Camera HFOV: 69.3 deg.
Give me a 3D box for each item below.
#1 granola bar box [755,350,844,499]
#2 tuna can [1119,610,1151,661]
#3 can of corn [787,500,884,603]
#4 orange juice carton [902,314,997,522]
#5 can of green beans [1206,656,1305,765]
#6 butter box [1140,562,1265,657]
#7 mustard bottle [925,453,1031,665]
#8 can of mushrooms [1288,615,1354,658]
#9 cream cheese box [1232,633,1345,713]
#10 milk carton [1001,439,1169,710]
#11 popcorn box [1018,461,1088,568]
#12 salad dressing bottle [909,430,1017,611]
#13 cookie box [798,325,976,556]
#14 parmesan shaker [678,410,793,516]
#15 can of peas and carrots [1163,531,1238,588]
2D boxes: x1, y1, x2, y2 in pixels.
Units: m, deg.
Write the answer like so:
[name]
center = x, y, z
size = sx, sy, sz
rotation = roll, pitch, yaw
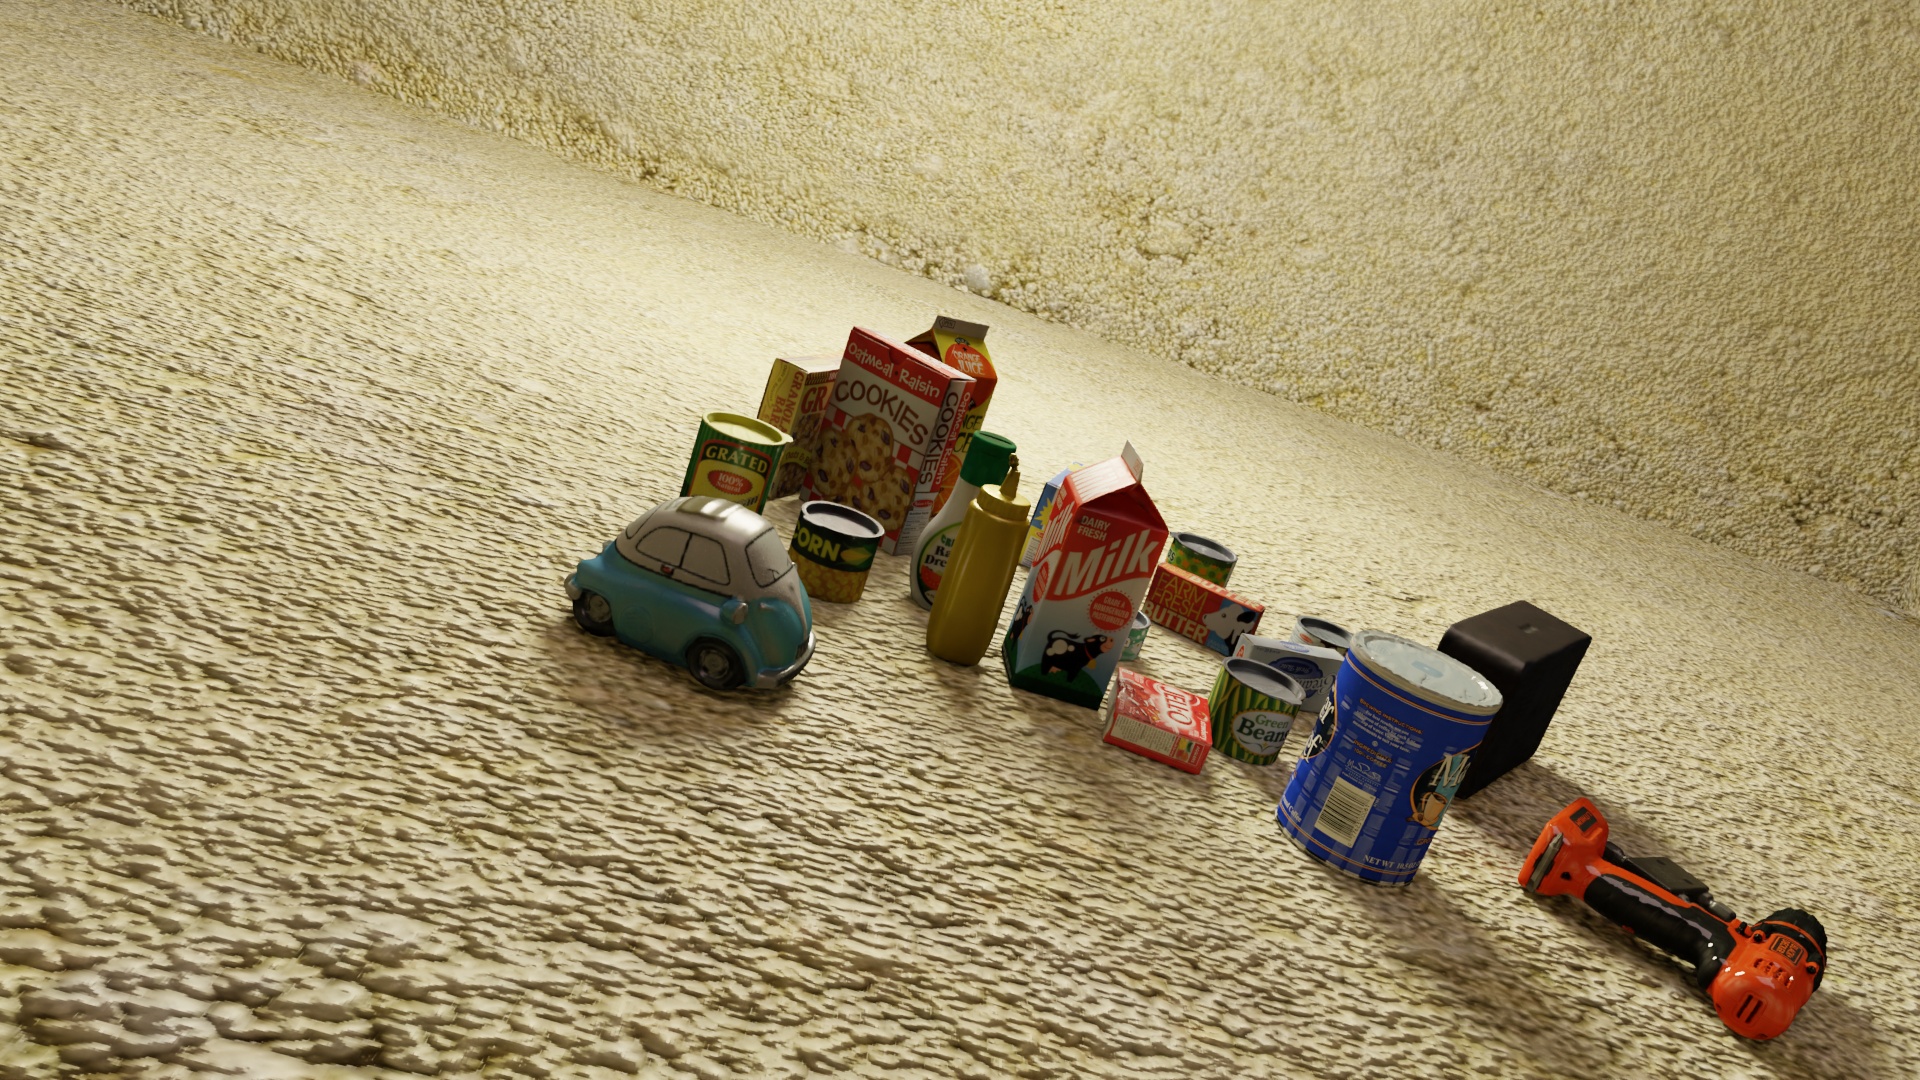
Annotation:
[granola bar box]
center = -0.135, -0.112, 1.296
size = 0.039, 0.123, 0.166
rotation = 25, 18, 16
[tuna can]
center = 0.124, 0.073, 1.164
size = 0.071, 0.032, 0.071
rotation = 18, 17, -5
[can of corn]
center = -0.101, 0.009, 1.076
size = 0.071, 0.058, 0.071
rotation = 18, 17, -6
[orange juice carton]
center = -0.027, -0.119, 1.317
size = 0.072, 0.192, 0.073
rotation = 3, 23, -44
[can of green beans]
center = 0.220, 0.129, 1.054
size = 0.071, 0.057, 0.071
rotation = 18, 17, -6
[butter box]
center = 0.218, 0.064, 1.259
size = 0.103, 0.053, 0.024
rotation = 26, 18, 19
[mustard bottle]
center = 0.018, 0.012, 1.024
size = 0.049, 0.159, 0.065
rotation = 16, 17, -11
[can of mushrooms]
center = 0.347, 0.101, 1.315
size = 0.071, 0.033, 0.071
rotation = 18, 17, -5
[cream cheese box]
center = 0.272, 0.113, 1.167
size = 0.104, 0.053, 0.024
rotation = 11, 19, -25
[milk carton]
center = 0.097, 0.021, 1.029
size = 0.073, 0.190, 0.072
rotation = 16, 17, -10
[popcorn box]
center = 0.098, -0.023, 1.340
size = 0.038, 0.085, 0.127
rotation = 23, 17, 11
[salad dressing bottle]
center = 0.004, -0.014, 1.108
size = 0.064, 0.147, 0.044
rotation = 19, 17, -2
[cookie box]
center = -0.067, -0.088, 1.225
size = 0.123, 0.166, 0.040
rotation = 30, 20, 32
[parmesan shaker]
center = -0.177, -0.039, 1.066
size = 0.071, 0.102, 0.071
rotation = 18, 17, -6
[can of peas and carrots]
center = 0.228, 0.031, 1.362
size = 0.071, 0.058, 0.071
rotation = 18, 17, -6
